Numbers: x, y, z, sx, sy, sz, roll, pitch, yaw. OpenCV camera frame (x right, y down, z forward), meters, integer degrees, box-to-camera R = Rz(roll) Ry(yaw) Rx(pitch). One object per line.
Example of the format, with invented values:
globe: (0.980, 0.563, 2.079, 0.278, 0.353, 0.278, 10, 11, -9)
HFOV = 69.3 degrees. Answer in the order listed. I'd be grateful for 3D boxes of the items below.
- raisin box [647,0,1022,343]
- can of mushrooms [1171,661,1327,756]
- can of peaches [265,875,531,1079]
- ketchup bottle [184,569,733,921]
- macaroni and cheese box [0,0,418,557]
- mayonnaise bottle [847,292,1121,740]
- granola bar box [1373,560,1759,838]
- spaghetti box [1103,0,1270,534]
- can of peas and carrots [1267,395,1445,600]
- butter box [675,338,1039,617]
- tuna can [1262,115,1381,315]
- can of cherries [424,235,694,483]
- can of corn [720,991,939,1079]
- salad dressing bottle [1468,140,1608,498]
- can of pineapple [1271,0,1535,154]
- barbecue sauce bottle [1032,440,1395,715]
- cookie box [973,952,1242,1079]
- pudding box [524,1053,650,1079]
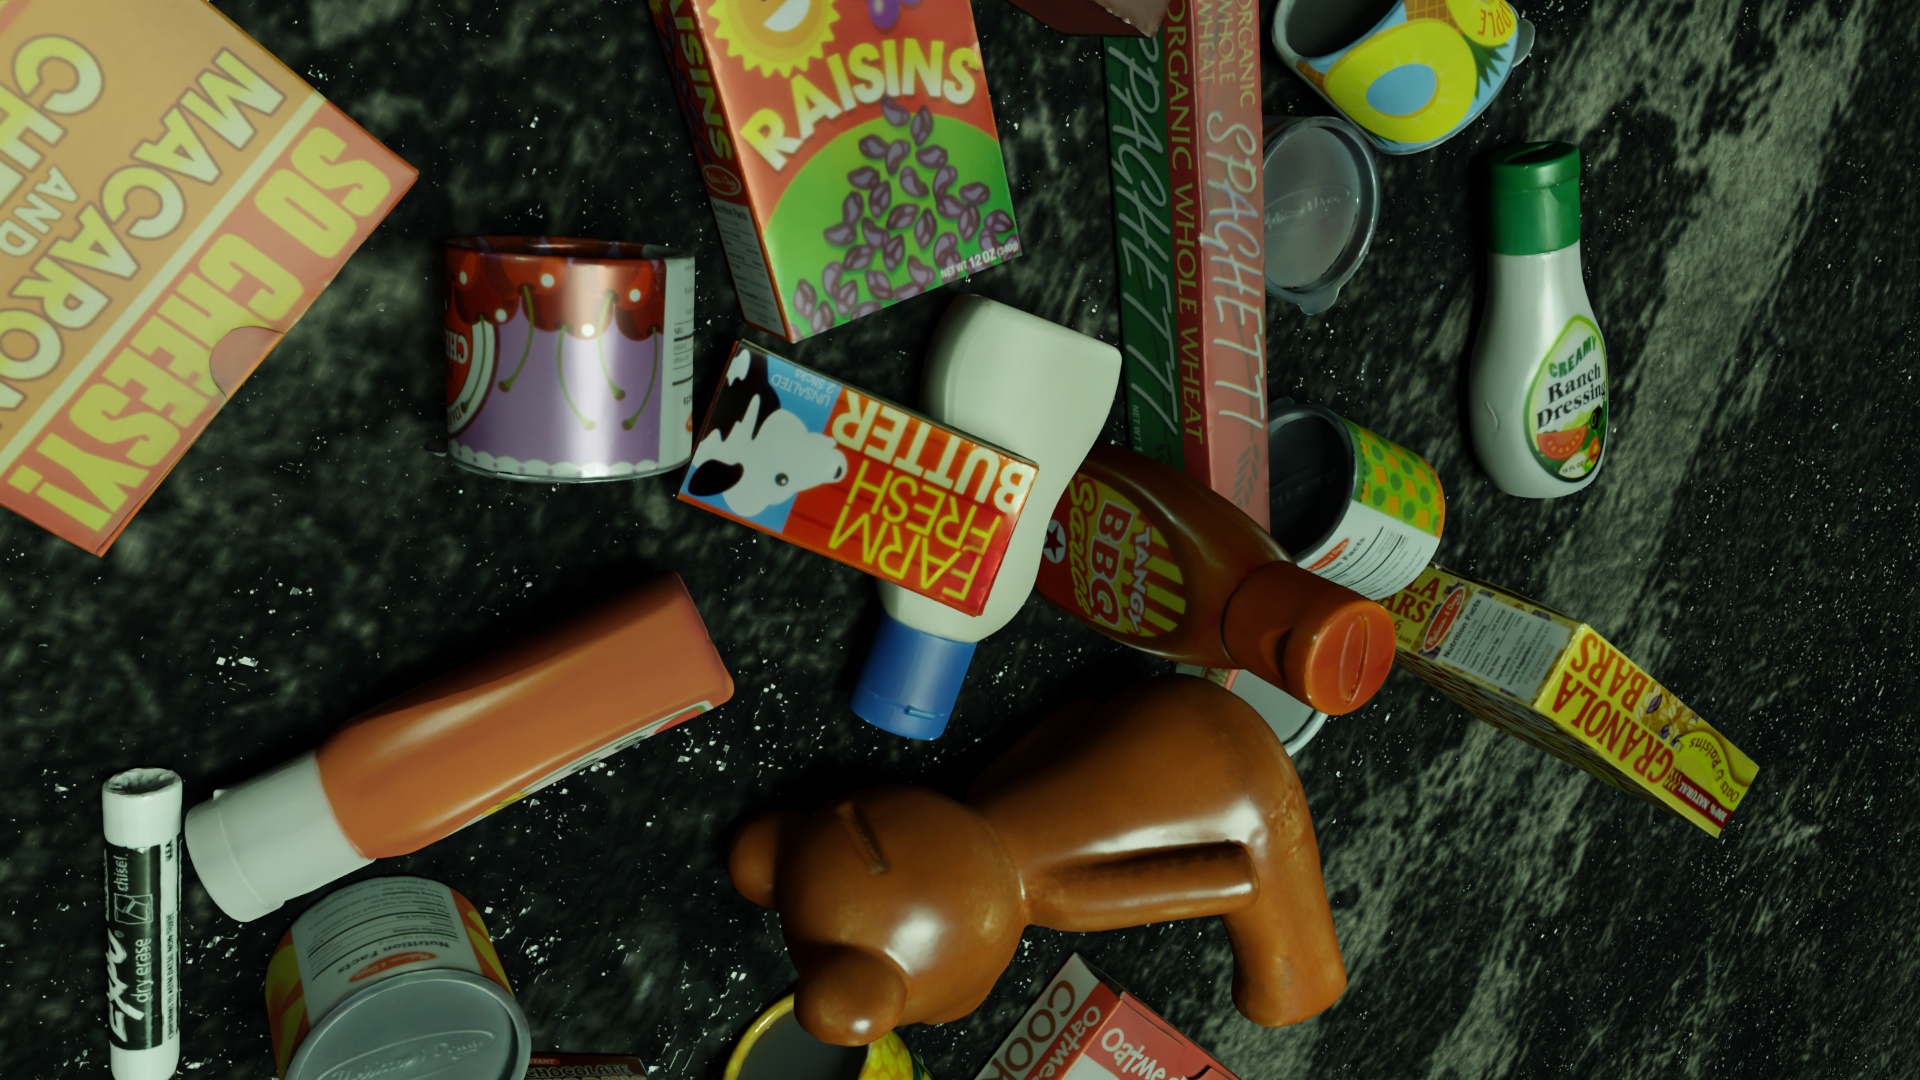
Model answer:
raisin box: (-0.037, -0.132, 0.411, 0.086, 0.040, 0.123, -25, 119, -21)
can of mushrooms: (0.122, 0.056, 0.574, 0.071, 0.033, 0.070, -11, 112, -27)
can of peaches: (-0.169, 0.144, 0.414, 0.071, 0.058, 0.071, -11, 113, -28)
ketchup bottle: (-0.142, 0.058, 0.402, 0.149, 0.064, 0.043, -26, 95, -12)
macaroni and cheese box: (-0.230, -0.091, 0.307, 0.166, 0.040, 0.124, 41, 85, -34)
mayonnaise bottle: (0.002, -0.006, 0.476, 0.065, 0.041, 0.148, 17, 99, -26)
granola bar box: (0.243, 0.060, 0.592, 0.165, 0.124, 0.039, 30, 90, -35)
spaghetti box: (0.083, -0.075, 0.496, 0.029, 0.050, 0.249, -18, 115, -26)
can of peas and carrots: (0.145, -0.016, 0.546, 0.059, 0.071, 0.071, 18, 97, -35)
butter box: (-0.031, -0.019, 0.435, 0.103, 0.024, 0.053, 22, 96, -6)
tuna can: (0.120, -0.120, 0.512, 0.071, 0.033, 0.070, -11, 112, -28)
can of cherries: (-0.109, -0.051, 0.378, 0.072, 0.071, 0.058, -5, 109, -30)
can of corn: (-0.045, 0.203, 0.506, 0.071, 0.071, 0.058, -40, 122, -13)
salad dressing bottle: (0.245, -0.092, 0.591, 0.064, 0.044, 0.147, -24, 117, -21)
can of pineapple: (0.154, -0.181, 0.491, 0.058, 0.071, 0.071, 27, 92, -35)
barbecue sauce bottle: (0.077, 0.013, 0.462, 0.044, 0.149, 0.064, -7, 110, -30)
cookie box: (0.042, 0.277, 0.597, 0.167, 0.040, 0.122, -50, 124, -7)
pudding box: (-0.140, 0.219, 0.474, 0.050, 0.030, 0.083, 16, 98, -33)
